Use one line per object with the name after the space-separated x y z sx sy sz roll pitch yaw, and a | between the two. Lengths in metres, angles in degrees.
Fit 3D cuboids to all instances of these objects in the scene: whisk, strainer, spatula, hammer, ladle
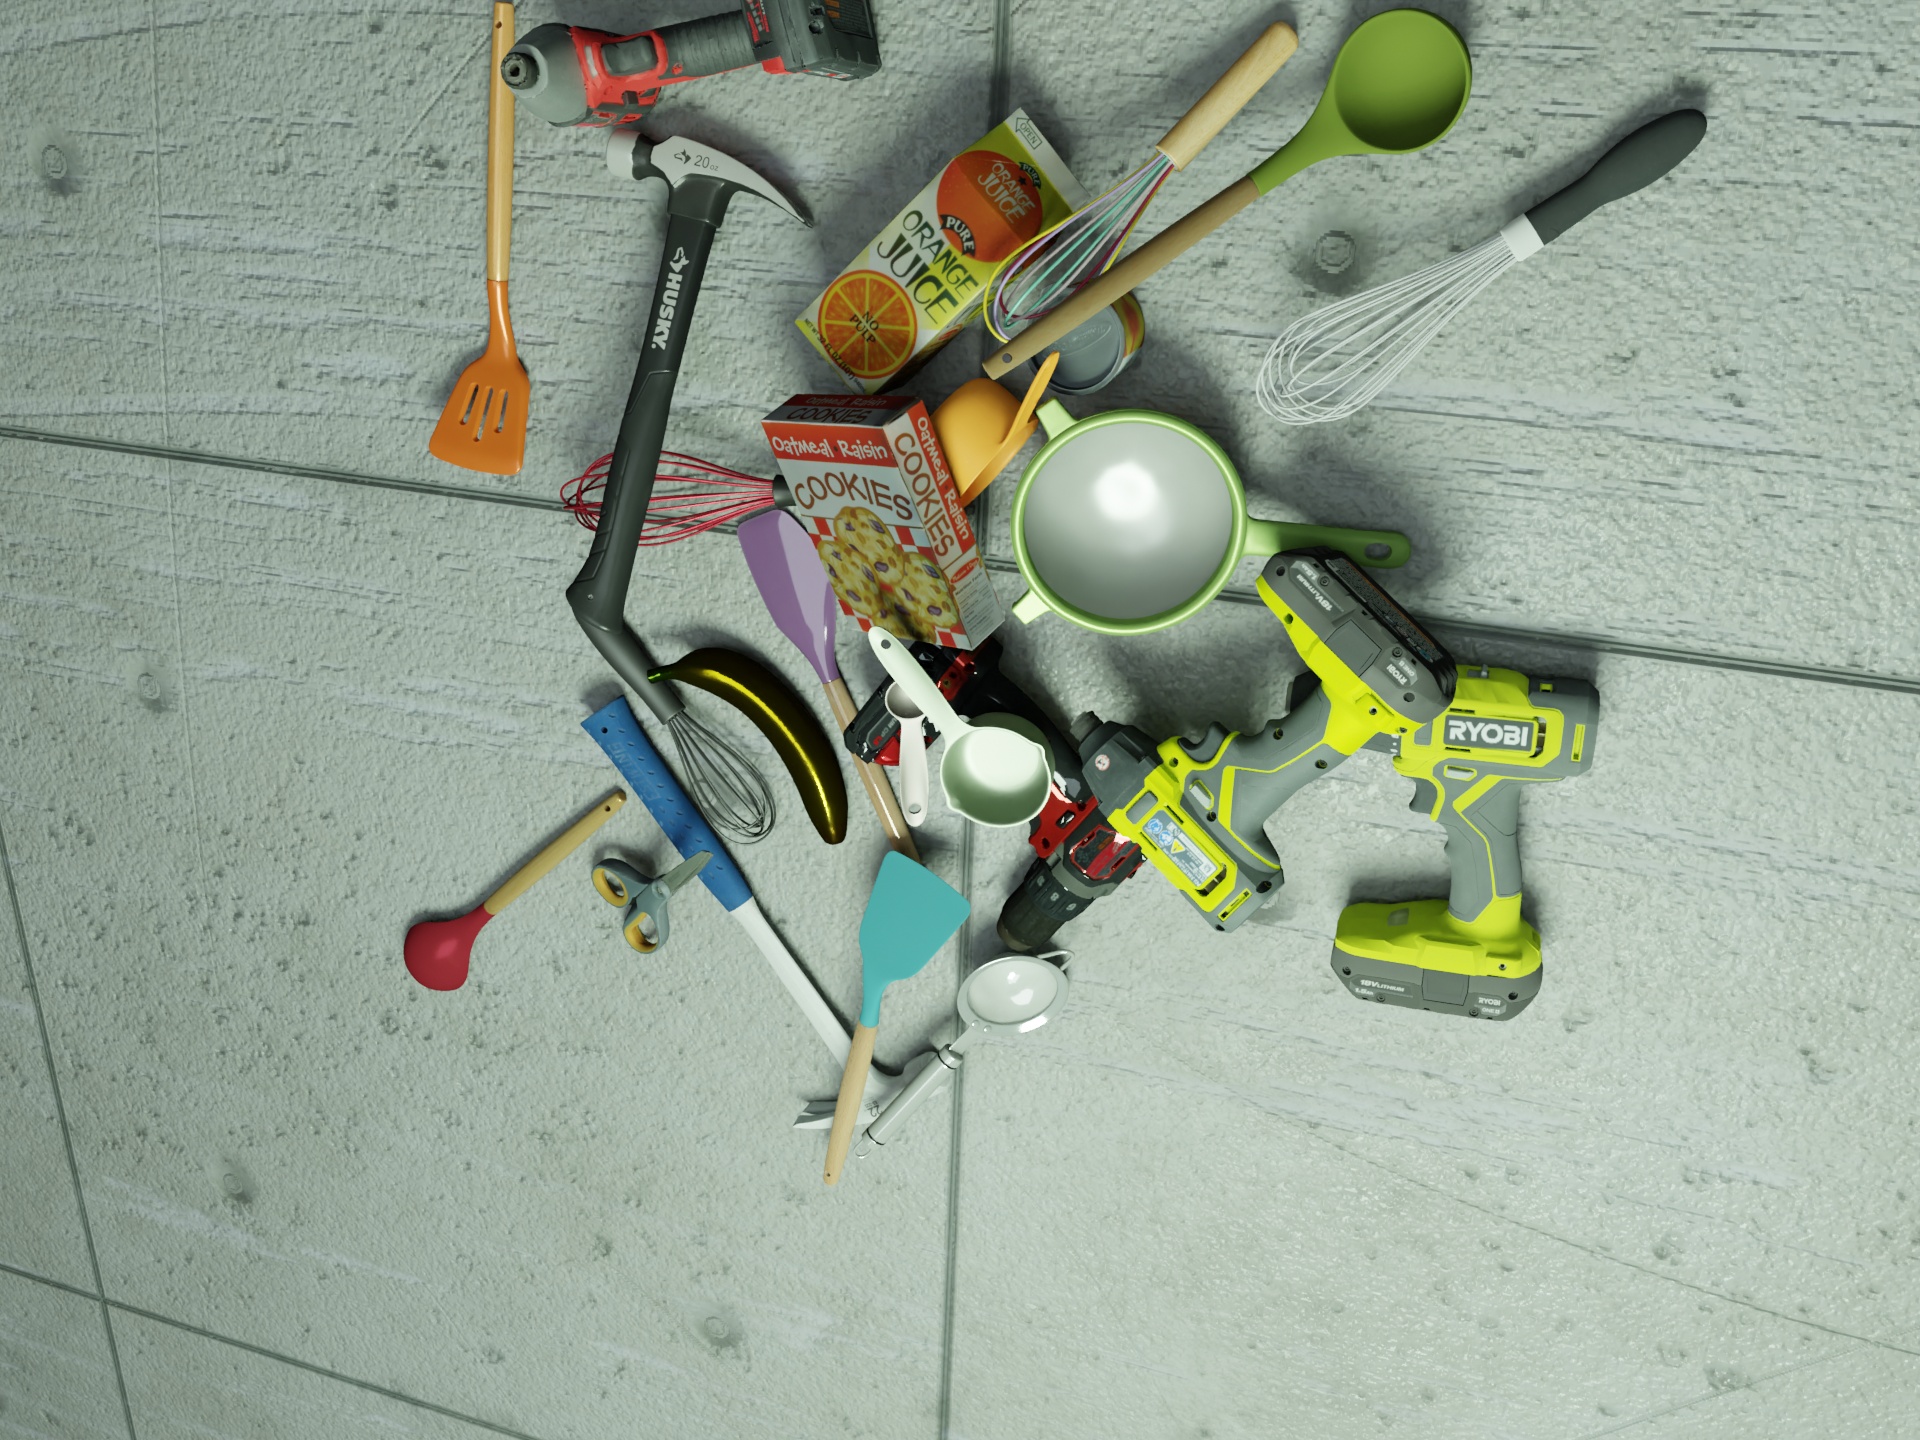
-0.225 -0.003 1.231 0.055 0.055 0.239 -38 90 28 | whisk
-0.004 0.253 1.232 0.086 0.050 0.258 32 108 -28 | strainer
-0.335 -0.339 1.137 0.081 0.041 0.322 15 114 15 | spatula
-0.206 -0.223 1.086 0.146 0.035 0.335 17 98 11 | hammer
0.160 -0.131 1.036 0.256 0.069 0.151 6 116 -1 | strainer
-0.386 0.148 1.362 0.315 0.031 0.069 -38 94 27 | ladle
0.105 -0.320 0.944 0.245 0.051 0.047 -45 75 7 | whisk
-0.176 0.160 1.283 0.144 0.035 0.405 -31 98 27 | hammer
-0.068 0.249 1.243 0.082 0.044 0.317 32 126 25 | spatula
-0.085 -0.008 1.192 0.060 0.018 0.315 -17 103 22 | spatula
0.148 -0.293 0.912 0.320 0.062 0.078 -34 99 5 | ladle
-0.148 -0.163 1.132 0.296 0.073 0.073 0 111 14 | whisk
0.299 -0.262 0.931 0.284 0.070 0.070 -32 98 23 | whisk

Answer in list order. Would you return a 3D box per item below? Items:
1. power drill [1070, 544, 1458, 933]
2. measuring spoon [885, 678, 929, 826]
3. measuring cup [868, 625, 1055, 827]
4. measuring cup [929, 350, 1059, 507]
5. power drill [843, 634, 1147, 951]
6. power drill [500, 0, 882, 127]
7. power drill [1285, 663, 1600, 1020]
0.184 0.003 1.005 0.171 0.080 0.223 47 116 14 | power drill
-0.034 0.019 1.099 0.034 0.018 0.124 -5 122 -6 | measuring spoon
-0.002 -0.003 1.063 0.083 0.038 0.167 -35 102 26 | measuring cup
0.016 -0.199 1.012 0.052 0.095 0.173 42 153 3 | measuring cup
0.028 0.050 1.144 0.226 0.080 0.188 39 119 -2 | power drill
-0.173 -0.420 0.989 0.220 0.143 0.078 -6 106 20 | power drill
0.307 0.071 1.049 0.190 0.080 0.228 6 110 18 | power drill
